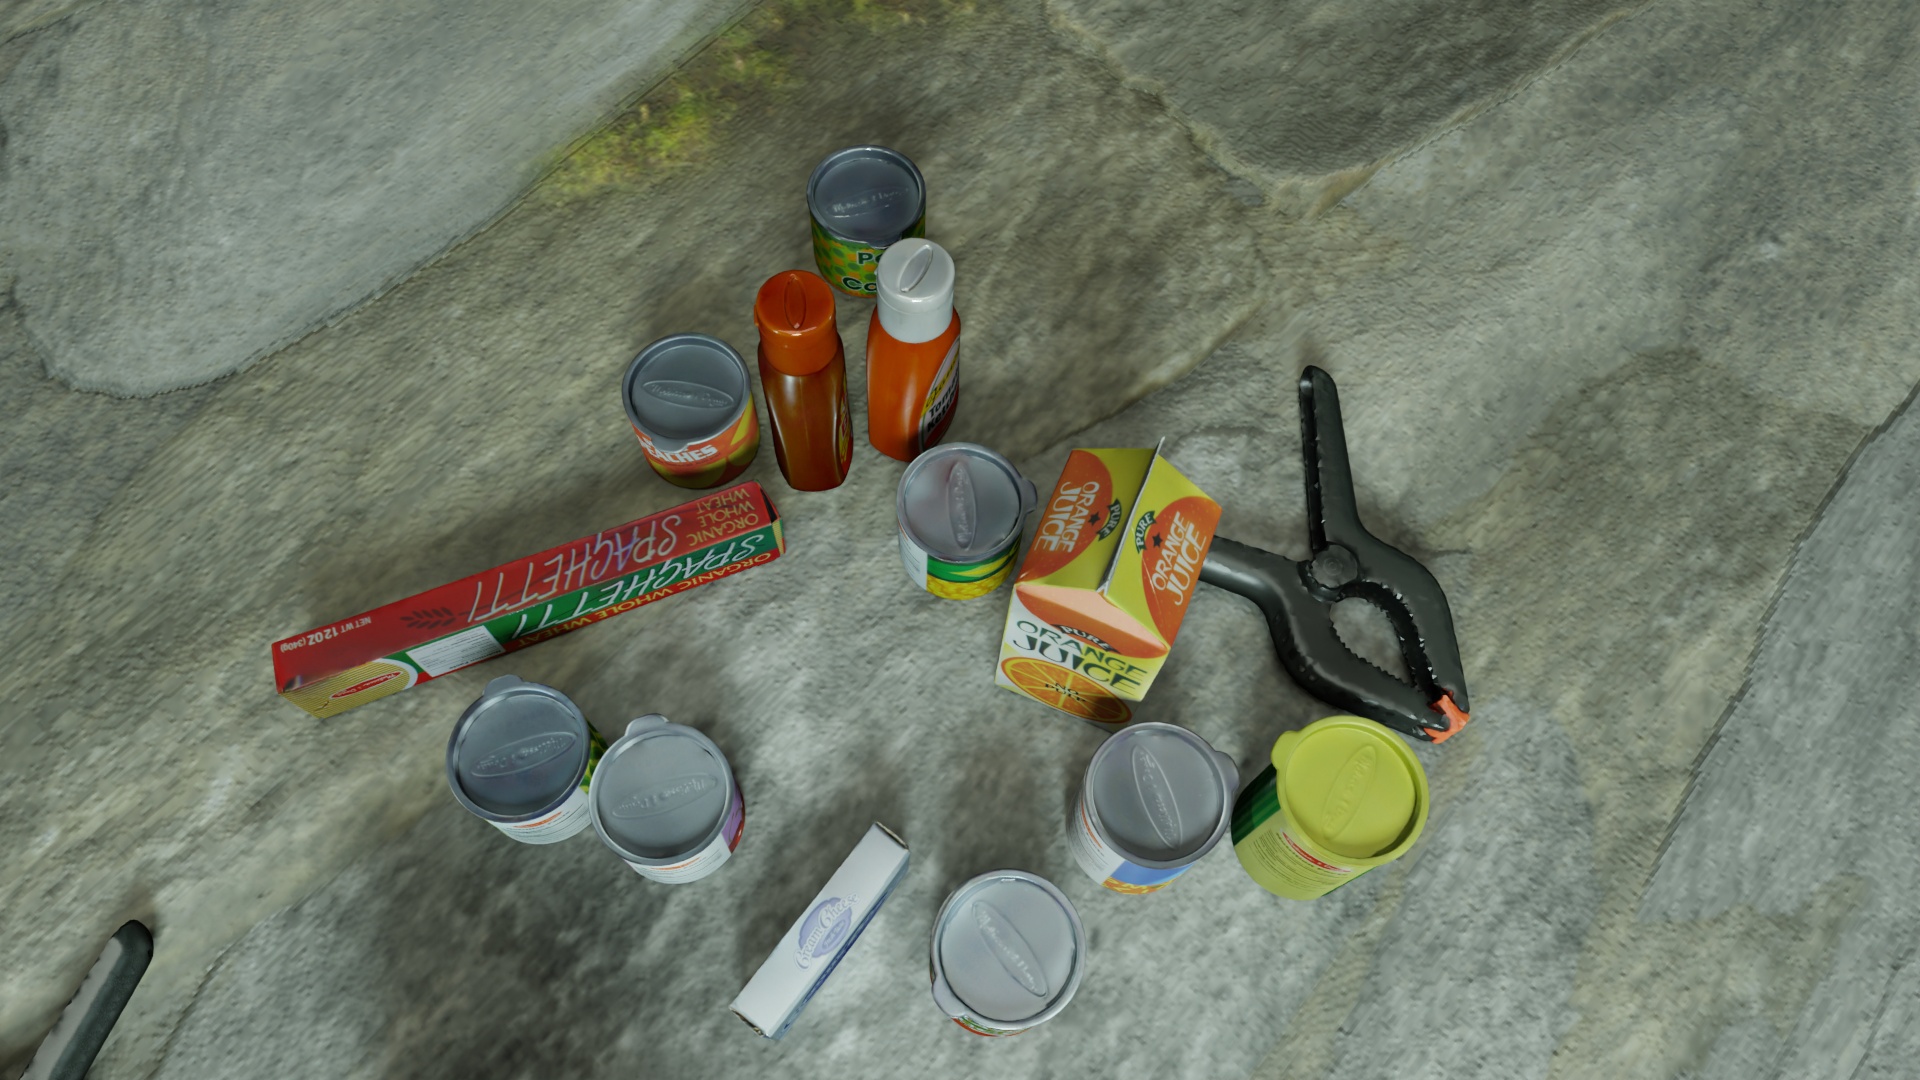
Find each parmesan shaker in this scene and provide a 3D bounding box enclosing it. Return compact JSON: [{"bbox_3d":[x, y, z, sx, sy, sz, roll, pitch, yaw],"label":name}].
[{"bbox_3d":[0.166,0.125,0.647,0.071,0.102,0.071,1,68,-2],"label":"parmesan shaker"}]

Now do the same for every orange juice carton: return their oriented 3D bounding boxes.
[{"bbox_3d":[0.066,0.022,0.638,0.073,0.192,0.072,22,69,7],"label":"orange juice carton"}]

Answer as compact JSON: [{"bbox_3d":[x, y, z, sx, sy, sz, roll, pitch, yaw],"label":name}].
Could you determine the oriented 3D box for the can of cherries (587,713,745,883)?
[{"bbox_3d":[-0.138,0.123,0.660,0.071,0.058,0.072,1,68,-2],"label":"can of cherries"}]

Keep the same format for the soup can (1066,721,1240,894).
[{"bbox_3d":[0.089,0.127,0.654,0.071,0.083,0.071,1,68,-2],"label":"soup can"}]

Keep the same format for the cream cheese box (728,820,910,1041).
[{"bbox_3d":[-0.062,0.181,0.641,0.024,0.053,0.104,35,71,12],"label":"cream cheese box"}]

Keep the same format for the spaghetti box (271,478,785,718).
[{"bbox_3d":[-0.211,0.029,0.701,0.250,0.050,0.029,-20,70,-10],"label":"spaghetti box"}]

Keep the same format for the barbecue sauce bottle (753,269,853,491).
[{"bbox_3d":[-0.078,-0.081,0.699,0.044,0.148,0.065,-4,68,-4],"label":"barbecue sauce bottle"}]

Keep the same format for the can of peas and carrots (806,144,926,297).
[{"bbox_3d":[-0.052,-0.179,0.790,0.071,0.058,0.071,1,68,-2],"label":"can of peas and carrots"}]

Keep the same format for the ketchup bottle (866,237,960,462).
[{"bbox_3d":[-0.024,-0.098,0.708,0.043,0.148,0.065,24,69,8],"label":"ketchup bottle"}]

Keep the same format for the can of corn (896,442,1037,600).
[{"bbox_3d":[0.003,-0.009,0.721,0.071,0.058,0.071,1,68,-2],"label":"can of corn"}]

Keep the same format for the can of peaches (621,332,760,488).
[{"bbox_3d":[-0.143,-0.066,0.739,0.071,0.058,0.071,1,68,-2],"label":"can of peaches"}]

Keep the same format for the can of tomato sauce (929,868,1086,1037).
[{"bbox_3d":[0.018,0.189,0.625,0.071,0.082,0.071,1,68,-2],"label":"can of tomato sauce"}]

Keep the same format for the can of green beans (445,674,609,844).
[{"bbox_3d":[-0.204,0.108,0.665,0.071,0.057,0.071,1,68,-2],"label":"can of green beans"}]
